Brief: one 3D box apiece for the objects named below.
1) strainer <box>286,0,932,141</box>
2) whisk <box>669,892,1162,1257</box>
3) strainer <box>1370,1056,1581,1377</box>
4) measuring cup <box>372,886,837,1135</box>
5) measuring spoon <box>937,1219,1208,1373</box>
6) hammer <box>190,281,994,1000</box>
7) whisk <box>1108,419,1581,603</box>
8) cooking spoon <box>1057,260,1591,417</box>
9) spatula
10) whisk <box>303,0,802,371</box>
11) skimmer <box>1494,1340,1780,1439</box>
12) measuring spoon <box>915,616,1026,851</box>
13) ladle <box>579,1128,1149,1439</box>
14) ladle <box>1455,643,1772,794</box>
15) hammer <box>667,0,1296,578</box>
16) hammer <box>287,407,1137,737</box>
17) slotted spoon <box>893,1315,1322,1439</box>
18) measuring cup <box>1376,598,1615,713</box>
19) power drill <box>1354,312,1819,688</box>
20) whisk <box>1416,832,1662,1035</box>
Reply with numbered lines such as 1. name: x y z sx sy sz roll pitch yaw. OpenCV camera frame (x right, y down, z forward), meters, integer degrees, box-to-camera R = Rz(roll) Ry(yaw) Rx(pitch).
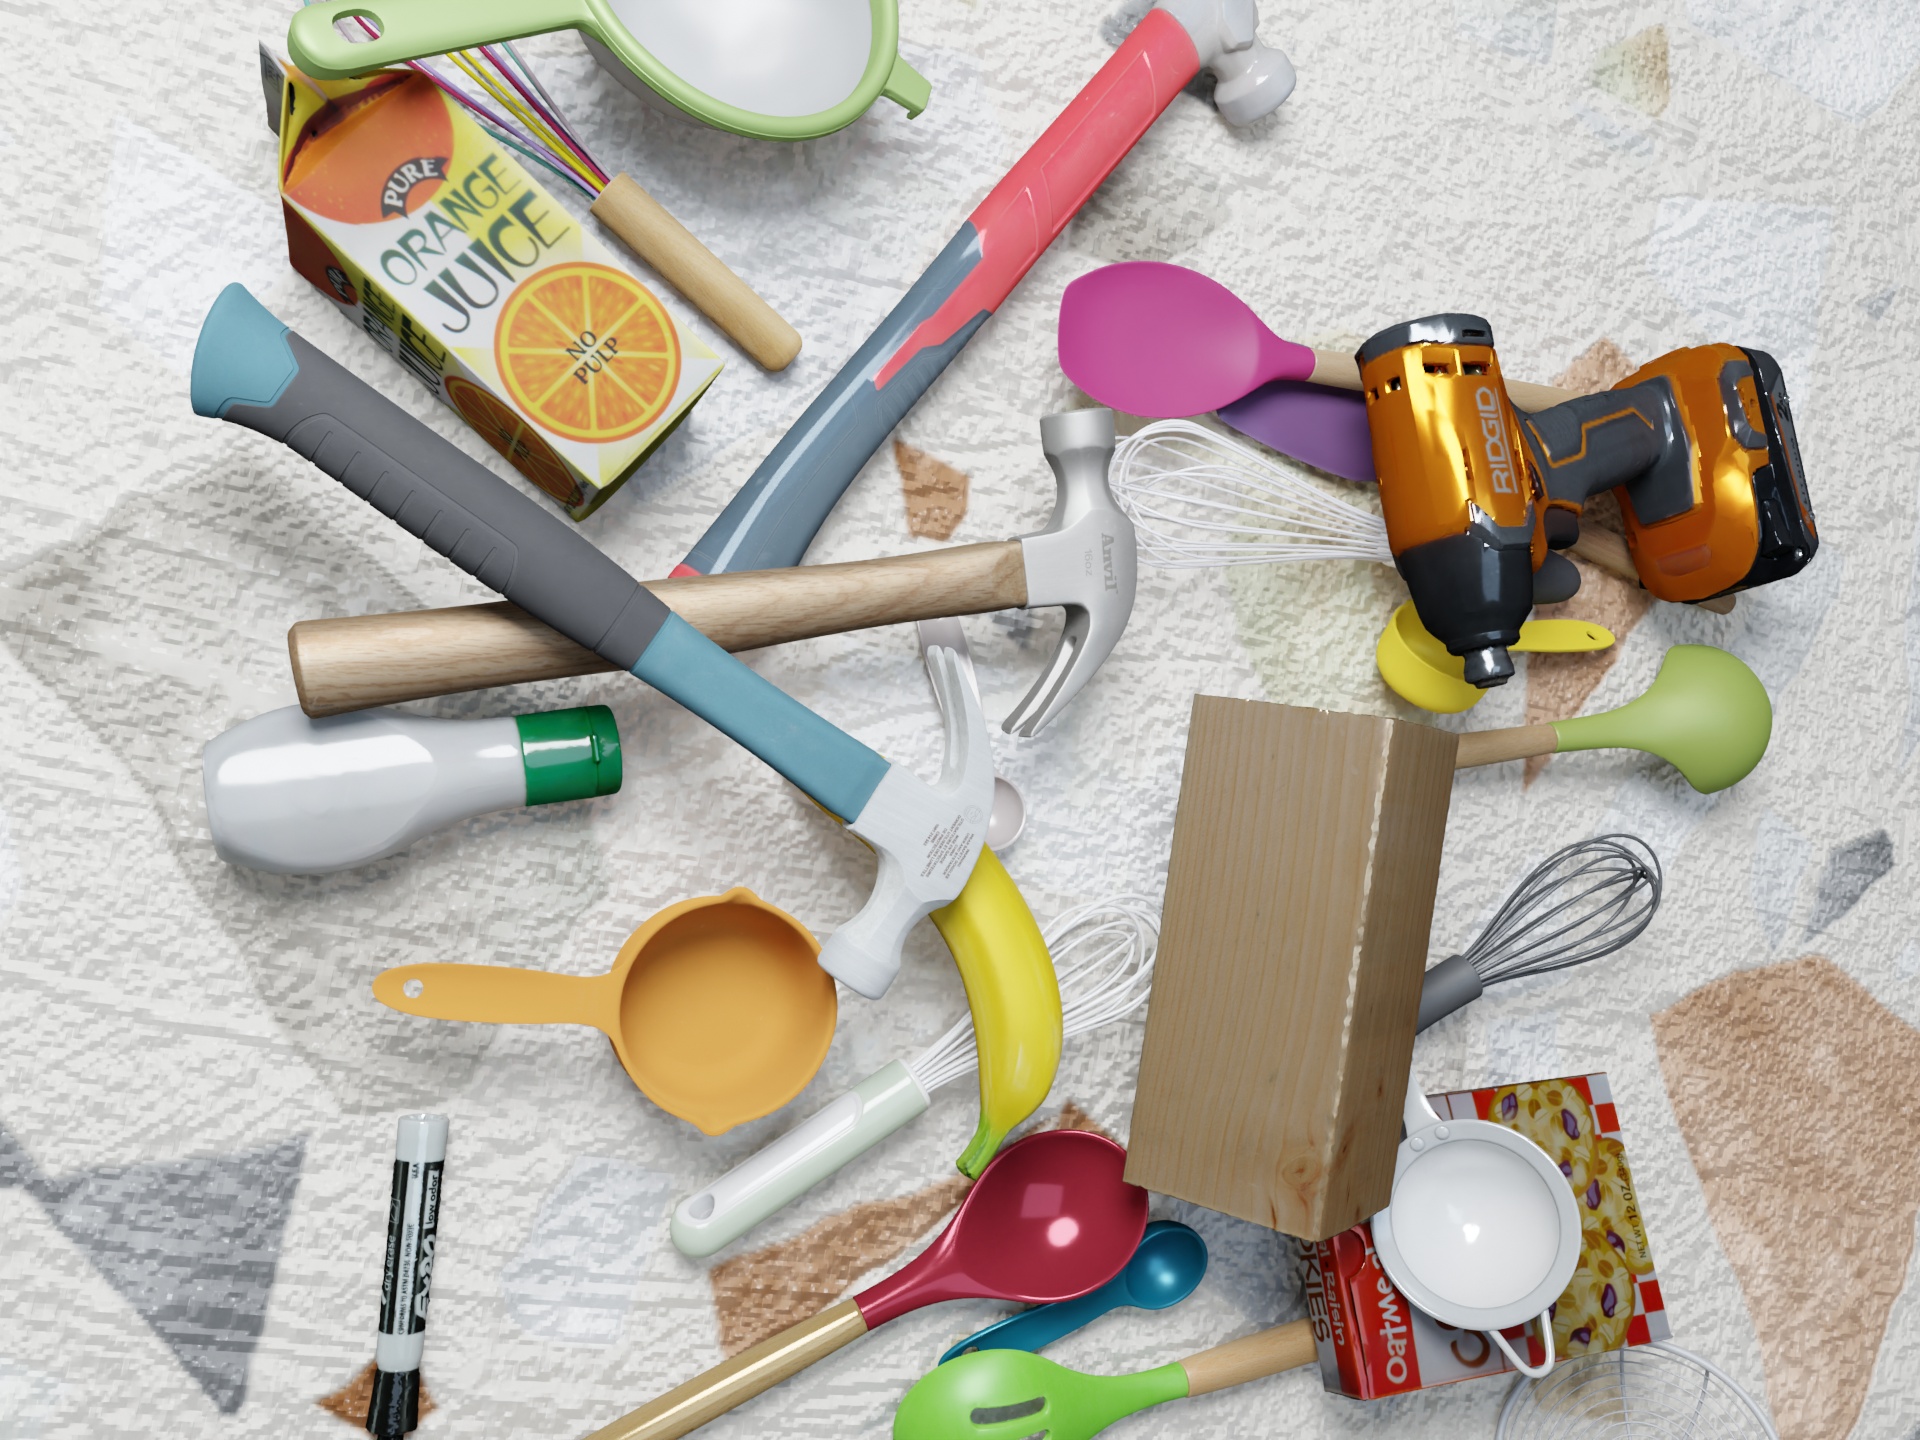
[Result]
1. strainer: -0.142 -0.270 0.617 0.256 0.069 0.151 -30 95 -34
2. whisk: -0.013 0.147 0.667 0.246 0.058 0.059 -31 127 -15
3. strainer: 0.196 0.157 0.706 0.087 0.050 0.259 -29 73 16
4. measuring cup: -0.138 0.108 0.622 0.173 0.052 0.095 7 84 -17
5. measuring spoon: 0.047 0.253 0.699 0.128 0.021 0.042 -20 113 -11
6. hammer: -0.125 -0.036 0.573 0.330 0.033 0.128 36 83 -18
7. whisk: 0.184 -0.089 0.750 0.284 0.070 0.070 8 84 -23
8. cooking spoon: 0.186 -0.166 0.760 0.318 0.017 0.069 2 94 -25
9. spatula: 0.267 -0.115 0.799 0.315 0.018 0.060 21 74 -17
10. whisk: -0.162 -0.228 0.641 0.244 0.047 0.051 41 73 -16
11. skimmer: 0.190 0.343 0.703 0.363 0.090 0.127 5 53 -17
12. measuring spoon: -0.001 -0.002 0.700 0.034 0.018 0.124 -13 84 -20
13. ladle: -0.064 0.256 0.650 0.315 0.031 0.069 -23 71 -17
14. ladle: 0.259 0.014 0.782 0.320 0.062 0.078 -7 84 -13
15. hammer: -0.002 -0.205 0.683 0.386 0.038 0.143 -52 122 -13
16. hammer: -0.083 -0.041 0.622 0.331 0.031 0.130 -10 97 -18
17. slotted spoon: 0.122 0.288 0.715 0.313 0.031 0.070 -7 100 -22
18. measuring cup: 0.268 -0.031 0.789 0.156 0.029 0.062 -5 47 -33
19. power drill: 0.292 -0.100 0.743 0.226 0.084 0.164 -4 82 -27
20. whisk: 0.240 0.120 0.760 0.239 0.055 0.055 -26 95 -15
